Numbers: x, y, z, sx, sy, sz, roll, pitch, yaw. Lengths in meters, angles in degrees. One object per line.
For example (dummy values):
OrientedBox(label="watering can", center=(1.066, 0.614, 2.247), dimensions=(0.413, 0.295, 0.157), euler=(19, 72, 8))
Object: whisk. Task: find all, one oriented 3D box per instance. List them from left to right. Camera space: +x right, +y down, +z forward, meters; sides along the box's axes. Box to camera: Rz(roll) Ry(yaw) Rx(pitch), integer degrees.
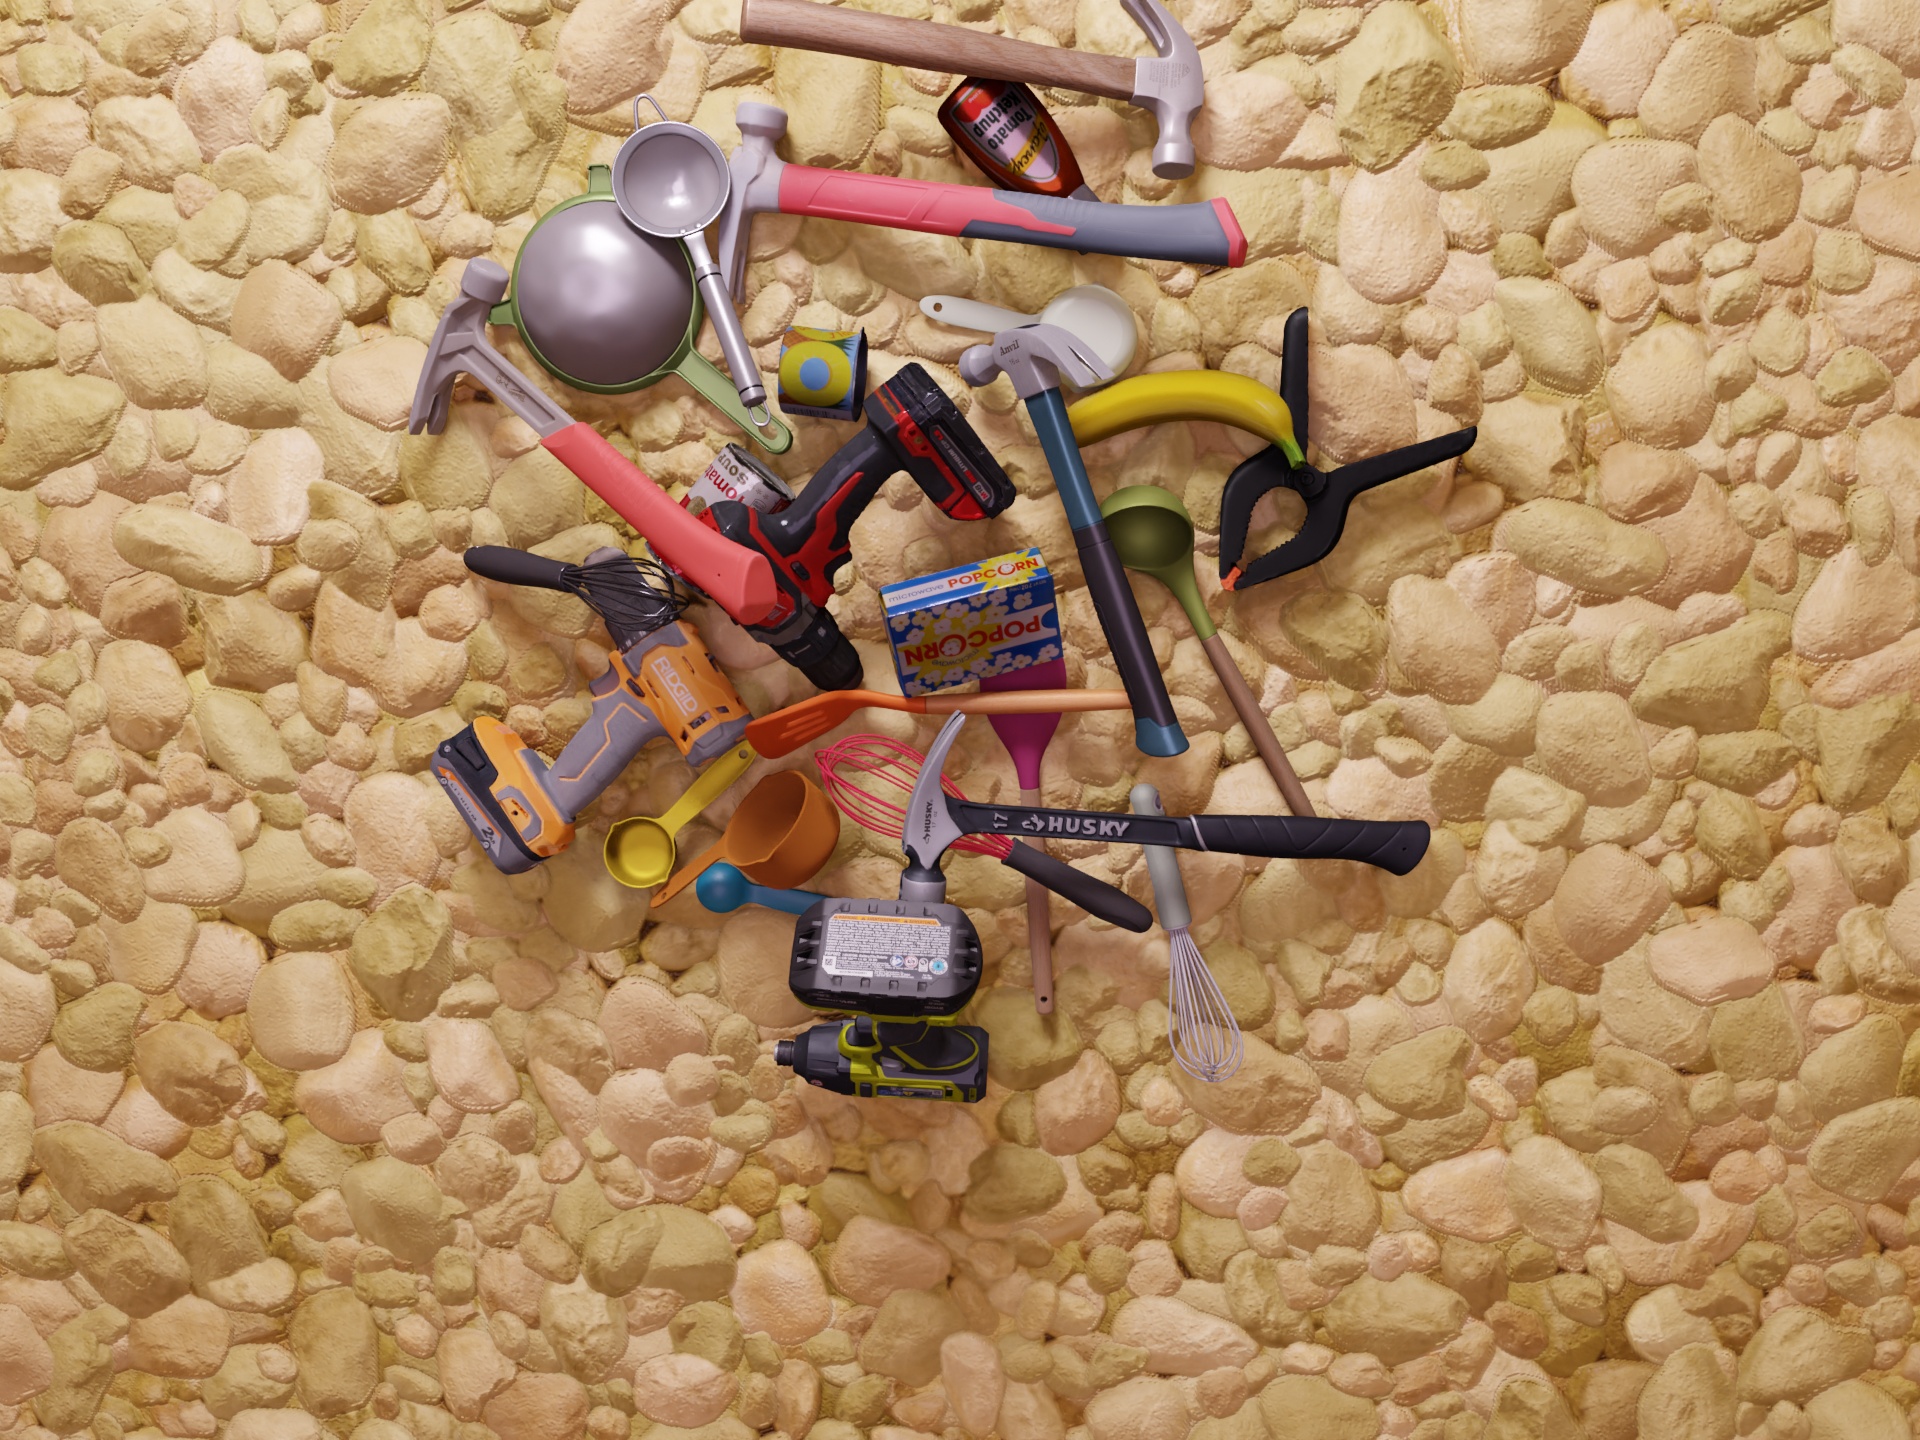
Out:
OrientedBox(label="whisk", center=(-0.294, -0.104, 1.188), dimensions=(0.239, 0.055, 0.055), euler=(14, 102, 35))
OrientedBox(label="whisk", center=(0.020, 0.091, 1.224), dimensions=(0.295, 0.073, 0.073), euler=(28, 100, -8))
OrientedBox(label="whisk", center=(0.172, 0.169, 1.254), dimensions=(0.059, 0.058, 0.246), euler=(-13, 94, 26))

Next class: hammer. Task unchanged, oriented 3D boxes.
OrientedBox(label="hammer", center=(-0.265, -0.177, 1.139), dimensions=(0.359, 0.036, 0.149), euler=(41, 118, 22))
OrientedBox(label="hammer", center=(0.010, -0.348, 1.141), dimensions=(0.386, 0.038, 0.143), euler=(12, 101, 14))
OrientedBox(label="hammer", center=(0.012, -0.471, 1.117), dimensions=(0.331, 0.031, 0.130), euler=(5, 85, -12))
OrientedBox(label="hammer", center=(0.097, -0.129, 1.159), dimensions=(0.033, 0.128, 0.331), euler=(-25, 99, -33))
OrientedBox(label="hammer", center=(0.160, 0.078, 1.199), dimensions=(0.409, 0.036, 0.149), euler=(4, 99, -11))

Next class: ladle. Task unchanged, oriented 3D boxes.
OrientedBox(label="ladle", center=(0.198, -0.037, 1.212), dimensions=(0.078, 0.062, 0.320), euler=(-23, 102, 35))

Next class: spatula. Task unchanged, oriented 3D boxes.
OrientedBox(label="spatula", center=(-0.002, -0.004, 1.222), dimensions=(0.322, 0.081, 0.041), euler=(-2, 70, 6))

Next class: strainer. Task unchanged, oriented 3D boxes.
OrientedBox(label="strainer", center=(-0.231, -0.286, 1.189), dimensions=(0.256, 0.069, 0.151), euler=(40, 100, -2))
OrientedBox(label="strainer", center=(-0.188, -0.331, 1.160), dimensions=(0.087, 0.050, 0.258), euler=(-20, 83, -5))

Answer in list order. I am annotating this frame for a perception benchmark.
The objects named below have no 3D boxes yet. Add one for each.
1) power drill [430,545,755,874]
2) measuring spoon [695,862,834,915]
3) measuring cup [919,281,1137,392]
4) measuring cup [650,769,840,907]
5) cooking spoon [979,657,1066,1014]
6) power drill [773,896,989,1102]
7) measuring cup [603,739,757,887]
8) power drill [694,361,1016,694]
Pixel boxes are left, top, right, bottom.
OrientedBox(label="power drill", center=(-0.297, -0.009, 1.237), dimensions=(0.226, 0.084, 0.185), euler=(-34, 90, 4))
OrientedBox(label="measuring spoon", center=(-0.152, 0.145, 1.280), dimensions=(0.128, 0.021, 0.042), euler=(10, 100, 4))
OrientedBox(label="measuring cup", center=(0.051, -0.295, 1.184), dimensions=(0.167, 0.038, 0.083), euler=(11, 100, 0))
OrientedBox(label="measuring cup", center=(-0.167, 0.111, 1.251), dimensions=(0.173, 0.095, 0.052), euler=(-36, 125, 20))
OrientedBox(label="cooking spoon", center=(0.057, 0.079, 1.258), dimensions=(0.069, 0.017, 0.319), euler=(-4, 98, 5))
OrientedBox(label="power drill", center=(-0.062, 0.223, 1.206), dimensions=(0.171, 0.080, 0.223), euler=(3, 144, 1))
OrientedBox(label="measuring cup", center=(-0.219, 0.071, 1.277), dimensions=(0.156, 0.029, 0.062), euler=(-43, 91, -2))
OrientedBox(label="power drill", center=(-0.072, -0.133, 1.182), dimensions=(0.226, 0.080, 0.187), euler=(-37, 128, 5))
